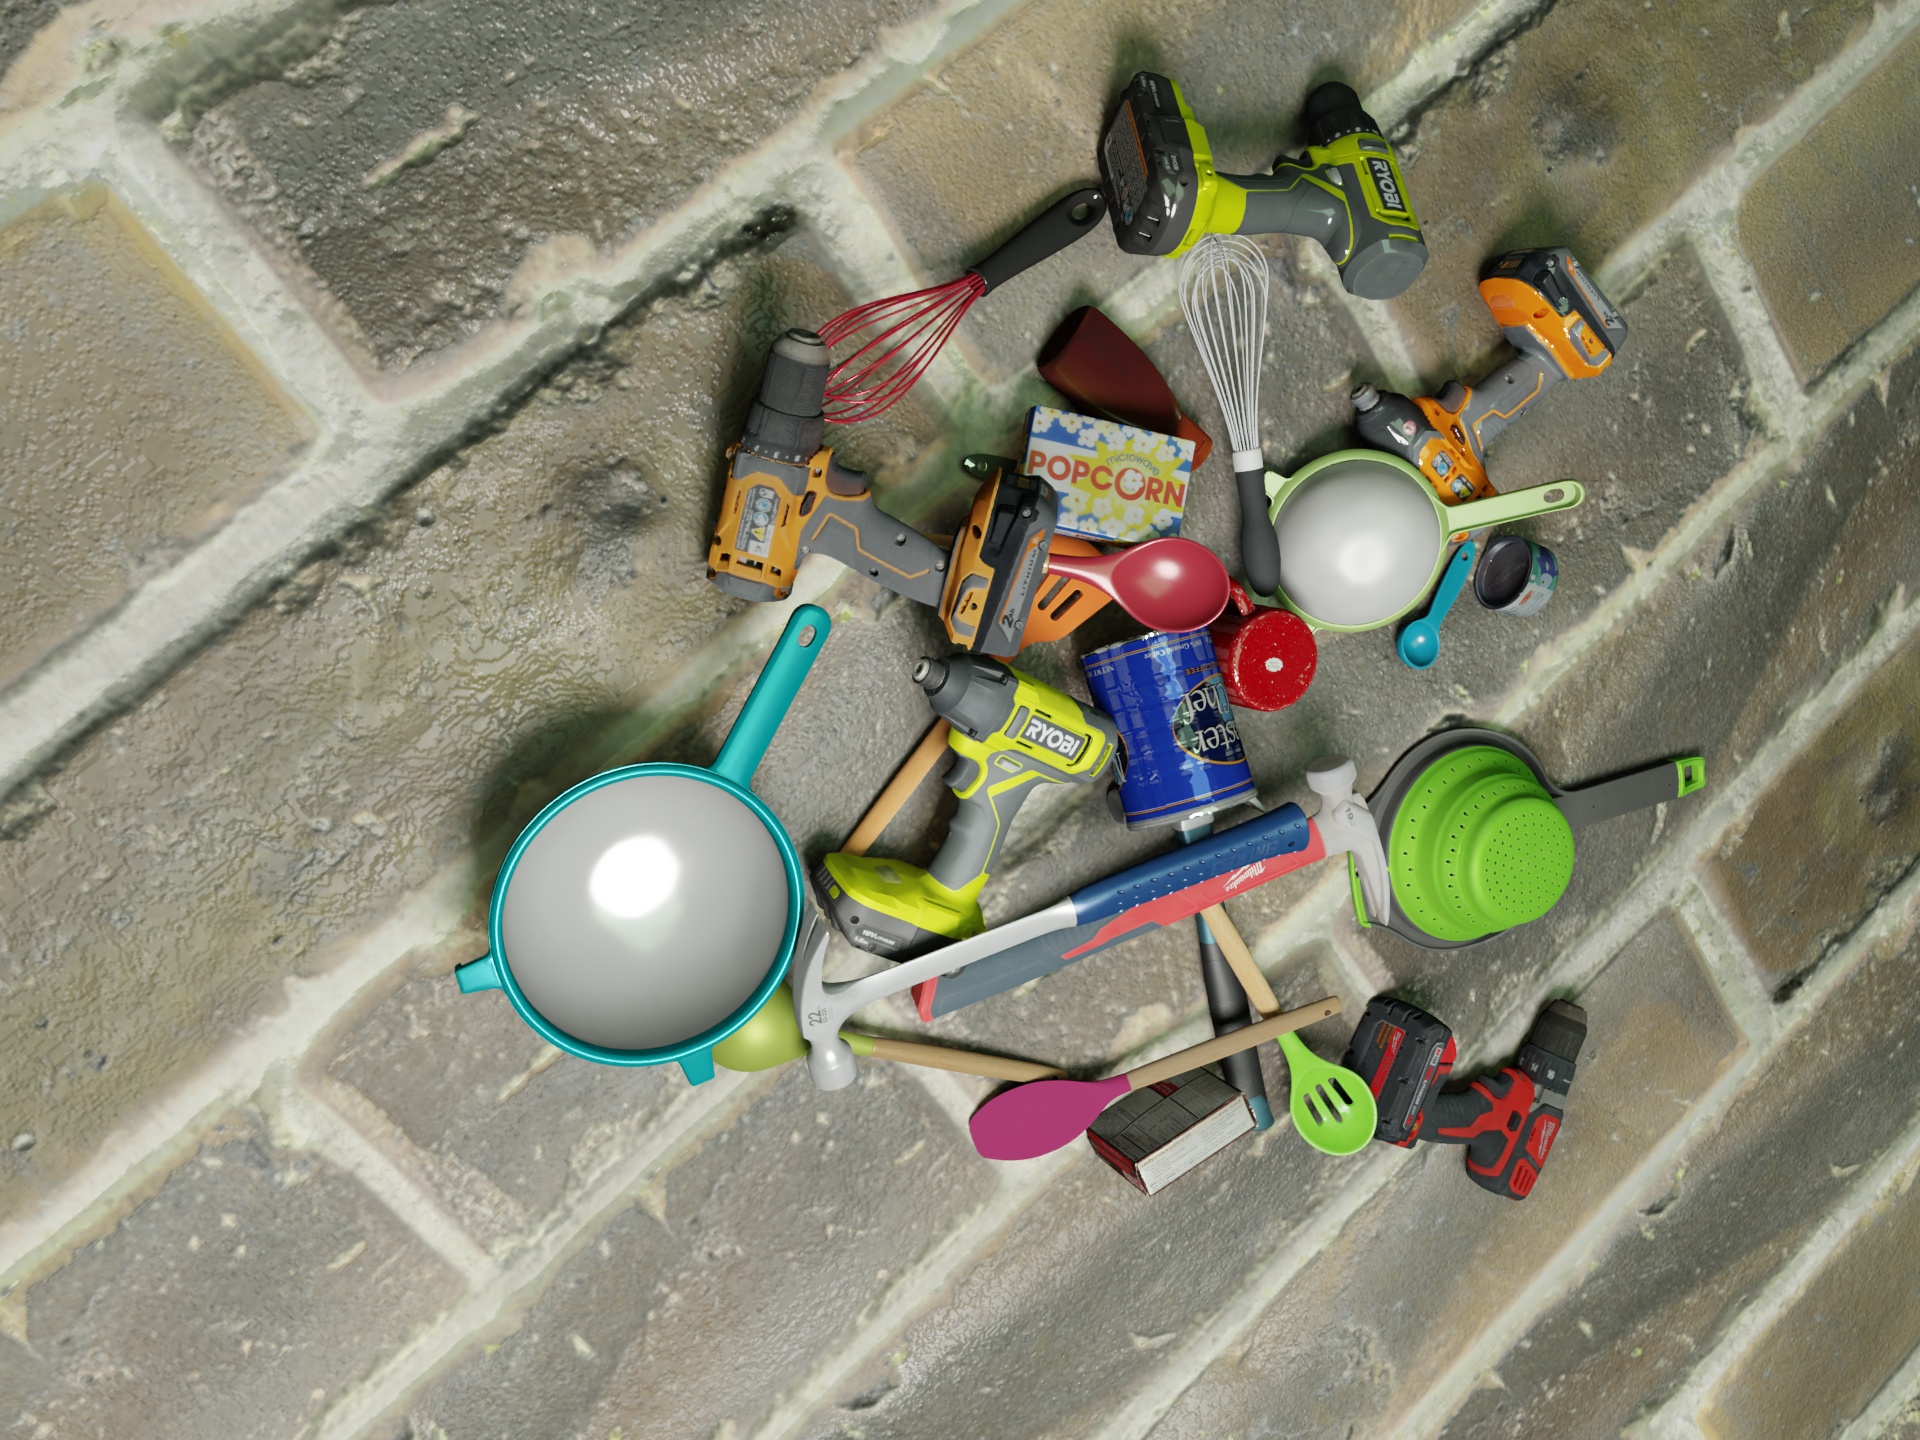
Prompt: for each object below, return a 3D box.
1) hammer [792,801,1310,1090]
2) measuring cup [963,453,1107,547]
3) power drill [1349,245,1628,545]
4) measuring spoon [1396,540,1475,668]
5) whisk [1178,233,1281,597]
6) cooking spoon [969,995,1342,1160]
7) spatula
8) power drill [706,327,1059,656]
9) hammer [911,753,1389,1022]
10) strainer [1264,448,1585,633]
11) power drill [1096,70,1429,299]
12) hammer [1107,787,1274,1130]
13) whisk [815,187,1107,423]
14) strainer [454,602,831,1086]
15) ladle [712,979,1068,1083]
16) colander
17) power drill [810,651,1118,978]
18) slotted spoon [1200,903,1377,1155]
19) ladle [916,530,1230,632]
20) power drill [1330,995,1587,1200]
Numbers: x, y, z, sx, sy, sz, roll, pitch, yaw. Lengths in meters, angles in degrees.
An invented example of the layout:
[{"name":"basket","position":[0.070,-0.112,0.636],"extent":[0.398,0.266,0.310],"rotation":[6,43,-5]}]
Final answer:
[{"name":"hammer","position":[0.071,0.137,1.148],"extent":[0.405,0.035,0.144],"rotation":[-19,124,-15]},{"name":"measuring cup","position":[0.083,-0.179,1.203],"extent":[0.167,0.038,0.083],"rotation":[8,95,-26]},{"name":"power drill","position":[0.426,-0.280,1.309],"extent":[0.164,0.084,0.226],"rotation":[40,86,-23]},{"name":"measuring spoon","position":[0.408,-0.101,1.367],"extent":[0.042,0.021,0.129],"rotation":[37,75,-22]},{"name":"whisk","position":[0.217,-0.234,1.232],"extent":[0.070,0.070,0.284],"rotation":[-15,103,-20]},{"name":"cooking spoon","position":[0.160,0.283,1.286],"extent":[0.319,0.017,0.068],"rotation":[-19,110,-4]},{"name":"spatula","position":[-0.002,-0.004,1.195],"extent":[0.081,0.041,0.322],"rotation":[38,84,-8]},{"name":"power drill","position":[-0.049,-0.152,1.079],"extent":[0.226,0.084,0.185],"rotation":[15,114,-2]},{"name":"hammer","position":[0.149,0.162,1.243],"extent":[0.386,0.038,0.143],"rotation":[-22,105,-6]},{"name":"strainer","position":[0.368,-0.147,1.255],"extent":[0.256,0.069,0.151],"rotation":[-13,107,8]},{"name":"power drill","position":[0.224,-0.410,1.180],"extent":[0.228,0.080,0.191],"rotation":[1,62,-19]},{"name":"hammer","position":[0.213,0.193,1.321],"extent":[0.128,0.033,0.331],"rotation":[-18,105,-18]},{"name":"whisk","position":[-0.002,-0.304,1.141],"extent":[0.296,0.073,0.073],"rotation":[-39,111,-20]},{"name":"strainer","position":[-0.190,0.066,1.096],"extent":[0.210,0.095,0.340],"rotation":[29,88,-25]},{"name":"ladle","position":[-0.053,0.249,1.221],"extent":[0.320,0.062,0.078],"rotation":[17,93,-31]},{"name":"colander","position":[0.533,0.095,1.404],"extent":[0.397,0.094,0.204],"rotation":[-13,103,-20]},{"name":"power drill","position":[-0.007,0.063,1.150],"extent":[0.171,0.080,0.223],"rotation":[24,101,-34]},{"name":"slotted spoon","position":[0.255,0.233,1.311],"extent":[0.070,0.031,0.313],"rotation":[-32,107,2]},{"name":"ladle","position":[0.037,-0.116,1.149],"extent":[0.315,0.031,0.069],"rotation":[9,97,-3]},{"name":"power drill","position":[0.459,0.316,1.421],"extent":[0.226,0.080,0.188],"rotation":[24,89,-27]}]
